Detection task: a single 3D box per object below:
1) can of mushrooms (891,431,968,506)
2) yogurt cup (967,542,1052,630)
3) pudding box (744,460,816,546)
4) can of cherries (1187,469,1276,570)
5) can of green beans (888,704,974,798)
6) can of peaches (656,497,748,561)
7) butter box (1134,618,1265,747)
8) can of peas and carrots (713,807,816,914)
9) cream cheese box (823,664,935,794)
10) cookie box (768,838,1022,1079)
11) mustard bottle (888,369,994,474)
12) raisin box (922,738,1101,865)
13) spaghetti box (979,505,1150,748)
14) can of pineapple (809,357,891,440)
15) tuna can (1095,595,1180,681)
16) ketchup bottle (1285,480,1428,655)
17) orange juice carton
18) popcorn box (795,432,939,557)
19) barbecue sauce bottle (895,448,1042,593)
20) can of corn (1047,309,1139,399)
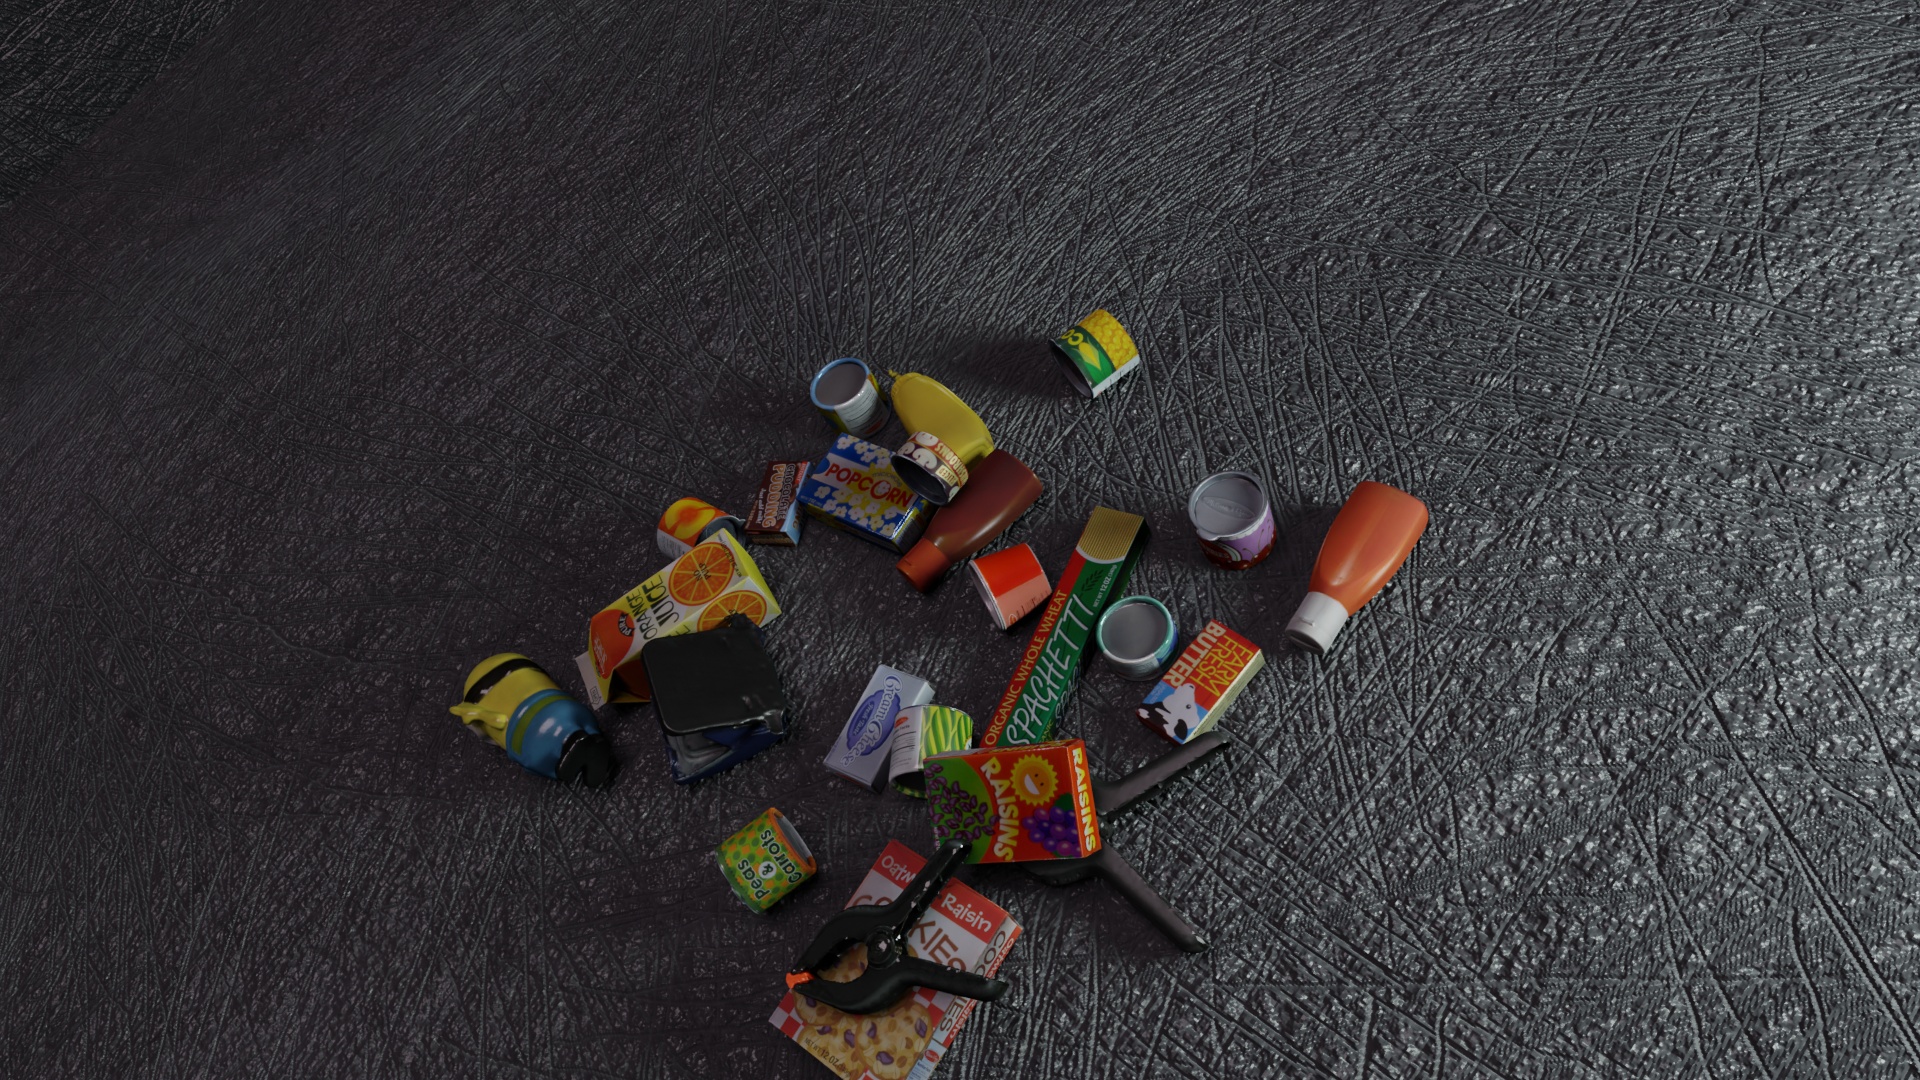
[{"bbox_3d":[-0.026,-0.065,1.262,0.071,0.070,0.033,28,67,34],"label":"can of mushrooms"},{"bbox_3d":[0.045,0.037,1.212,0.054,0.072,0.072,-26,52,-5],"label":"yogurt cup"},{"bbox_3d":[-0.175,-0.037,1.373,0.049,0.030,0.084,3,60,24],"label":"pudding box"},{"bbox_3d":[0.228,-0.015,1.173,0.071,0.058,0.072,-10,56,15],"label":"can of cherries"},{"bbox_3d":[-0.024,0.175,1.145,0.071,0.071,0.058,-7,57,18],"label":"can of green beans"},{"bbox_3d":[-0.253,-0.004,1.362,0.058,0.071,0.071,24,70,34],"label":"can of peaches"},{"bbox_3d":[0.194,0.117,1.120,0.053,0.024,0.104,33,75,35],"label":"butter box"},{"bbox_3d":[-0.160,0.263,1.140,0.059,0.070,0.071,-36,52,-3],"label":"can of peas and carrots"},{"bbox_3d":[-0.070,0.161,1.200,0.053,0.024,0.104,17,66,30],"label":"cream cheese box"},{"bbox_3d":[-0.049,0.332,1.066,0.123,0.040,0.168,24,70,33],"label":"cookie box"},{"bbox_3d":[-0.028,-0.123,1.358,0.065,0.048,0.161,-36,51,-3],"label":"mustard bottle"},{"bbox_3d":[0.038,0.201,1.061,0.123,0.040,0.086,-10,86,26],"label":"raisin box"},{"bbox_3d":[0.091,0.082,1.183,0.050,0.028,0.251,14,64,31],"label":"spaghetti box"},{"bbox_3d":[-0.112,-0.143,1.401,0.071,0.057,0.071,-11,55,16],"label":"can of pineapple"},{"bbox_3d":[0.148,0.079,1.159,0.071,0.032,0.071,-11,55,16],"label":"tuna can"},{"bbox_3d":[0.315,0.023,1.120,0.065,0.043,0.149,25,71,35],"label":"ketchup bottle"},{"bbox_3d":[-0.274,0.081,1.308,0.193,0.072,0.072,-34,52,-1],"label":"orange juice carton"},{"bbox_3d":[-0.083,-0.045,1.335,0.127,0.038,0.085,22,70,32],"label":"popcorn box"},{"bbox_3d":[0.005,-0.016,1.276,0.149,0.043,0.065,-45,50,-10],"label":"barbecue sauce bottle"},{"bbox_3d":[0.126,-0.179,1.318,0.058,0.071,0.071,-37,52,-5],"label":"can of corn"}]
